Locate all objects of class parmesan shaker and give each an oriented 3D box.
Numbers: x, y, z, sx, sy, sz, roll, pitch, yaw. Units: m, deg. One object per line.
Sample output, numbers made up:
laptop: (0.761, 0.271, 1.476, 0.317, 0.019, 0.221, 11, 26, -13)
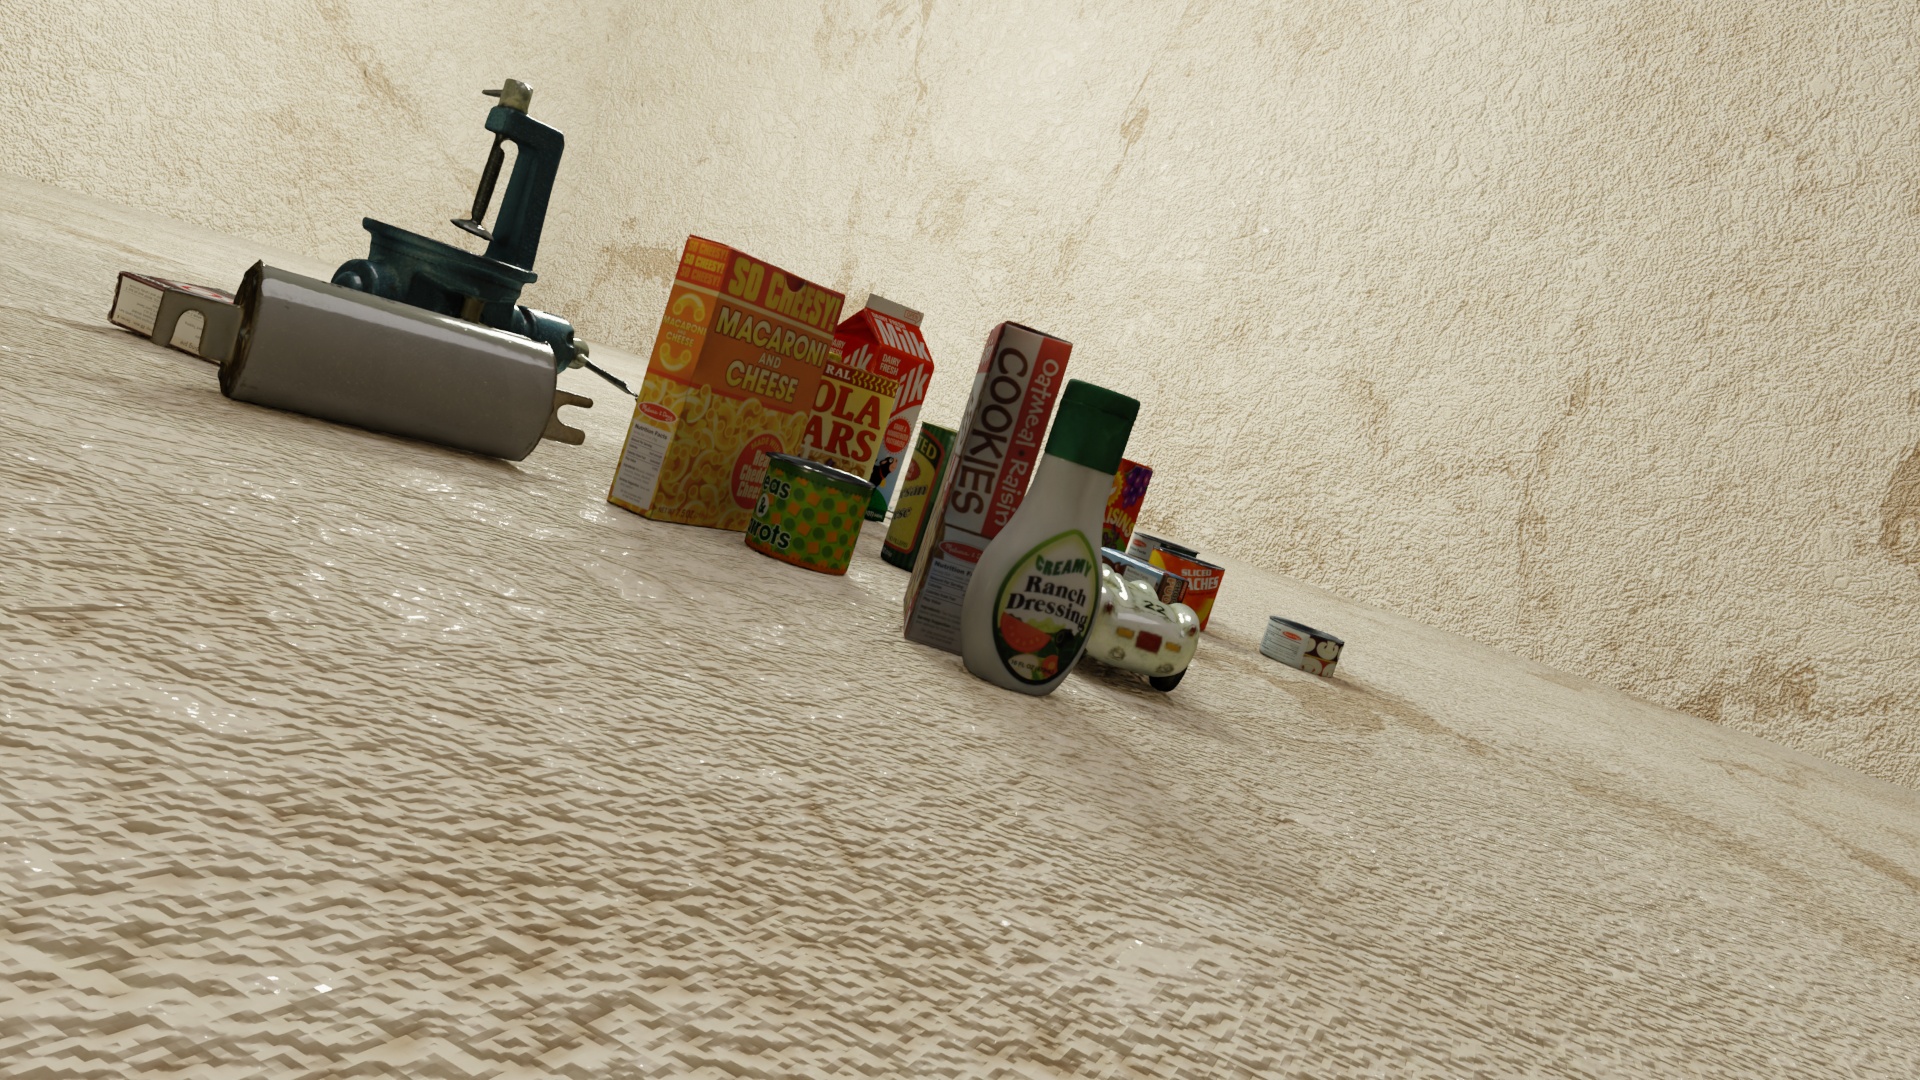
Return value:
parmesan shaker: (-0.011, -0.026, 0.982, 0.071, 0.103, 0.071, 18, 5, -1)

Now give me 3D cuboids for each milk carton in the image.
milk carton: (-0.086, -0.120, 1.230, 0.073, 0.190, 0.072, 22, 6, 42)

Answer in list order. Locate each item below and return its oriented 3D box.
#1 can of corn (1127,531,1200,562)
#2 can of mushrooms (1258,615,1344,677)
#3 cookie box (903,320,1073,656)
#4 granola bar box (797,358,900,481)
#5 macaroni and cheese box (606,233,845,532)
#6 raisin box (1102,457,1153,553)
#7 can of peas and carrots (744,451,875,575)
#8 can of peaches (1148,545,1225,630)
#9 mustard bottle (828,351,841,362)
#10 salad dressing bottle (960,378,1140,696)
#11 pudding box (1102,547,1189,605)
can of corn: (0.195, 0.029, 1.365, 0.071, 0.058, 0.071, 18, 5, -1)
can of mushrooms: (0.292, 0.090, 1.183, 0.071, 0.033, 0.071, 18, 5, -1)
cookie box: (0.011, -0.032, 0.747, 0.040, 0.167, 0.123, 18, 5, -4)
granola bar box: (-0.144, -0.089, 1.069, 0.165, 0.124, 0.039, 16, 5, -26)
macaroni and cheese box: (-0.141, -0.091, 0.863, 0.040, 0.166, 0.124, 20, 5, 28)
raisin box: (0.128, -0.023, 1.324, 0.086, 0.123, 0.040, 14, 6, -45)
can of peas and carrots: (-0.093, -0.017, 0.841, 0.071, 0.058, 0.071, 18, 5, -1)
can of peaches: (0.192, 0.042, 1.213, 0.071, 0.058, 0.071, 18, 5, -1)
mustard bottle: (-0.132, -0.113, 1.170, 0.065, 0.160, 0.049, 16, 5, -31)
salad dressing bottle: (0.045, -0.002, 0.659, 0.064, 0.147, 0.044, 16, 5, -24)
pudding box: (0.136, 0.040, 1.091, 0.030, 0.049, 0.084, 15, 6, -34)
